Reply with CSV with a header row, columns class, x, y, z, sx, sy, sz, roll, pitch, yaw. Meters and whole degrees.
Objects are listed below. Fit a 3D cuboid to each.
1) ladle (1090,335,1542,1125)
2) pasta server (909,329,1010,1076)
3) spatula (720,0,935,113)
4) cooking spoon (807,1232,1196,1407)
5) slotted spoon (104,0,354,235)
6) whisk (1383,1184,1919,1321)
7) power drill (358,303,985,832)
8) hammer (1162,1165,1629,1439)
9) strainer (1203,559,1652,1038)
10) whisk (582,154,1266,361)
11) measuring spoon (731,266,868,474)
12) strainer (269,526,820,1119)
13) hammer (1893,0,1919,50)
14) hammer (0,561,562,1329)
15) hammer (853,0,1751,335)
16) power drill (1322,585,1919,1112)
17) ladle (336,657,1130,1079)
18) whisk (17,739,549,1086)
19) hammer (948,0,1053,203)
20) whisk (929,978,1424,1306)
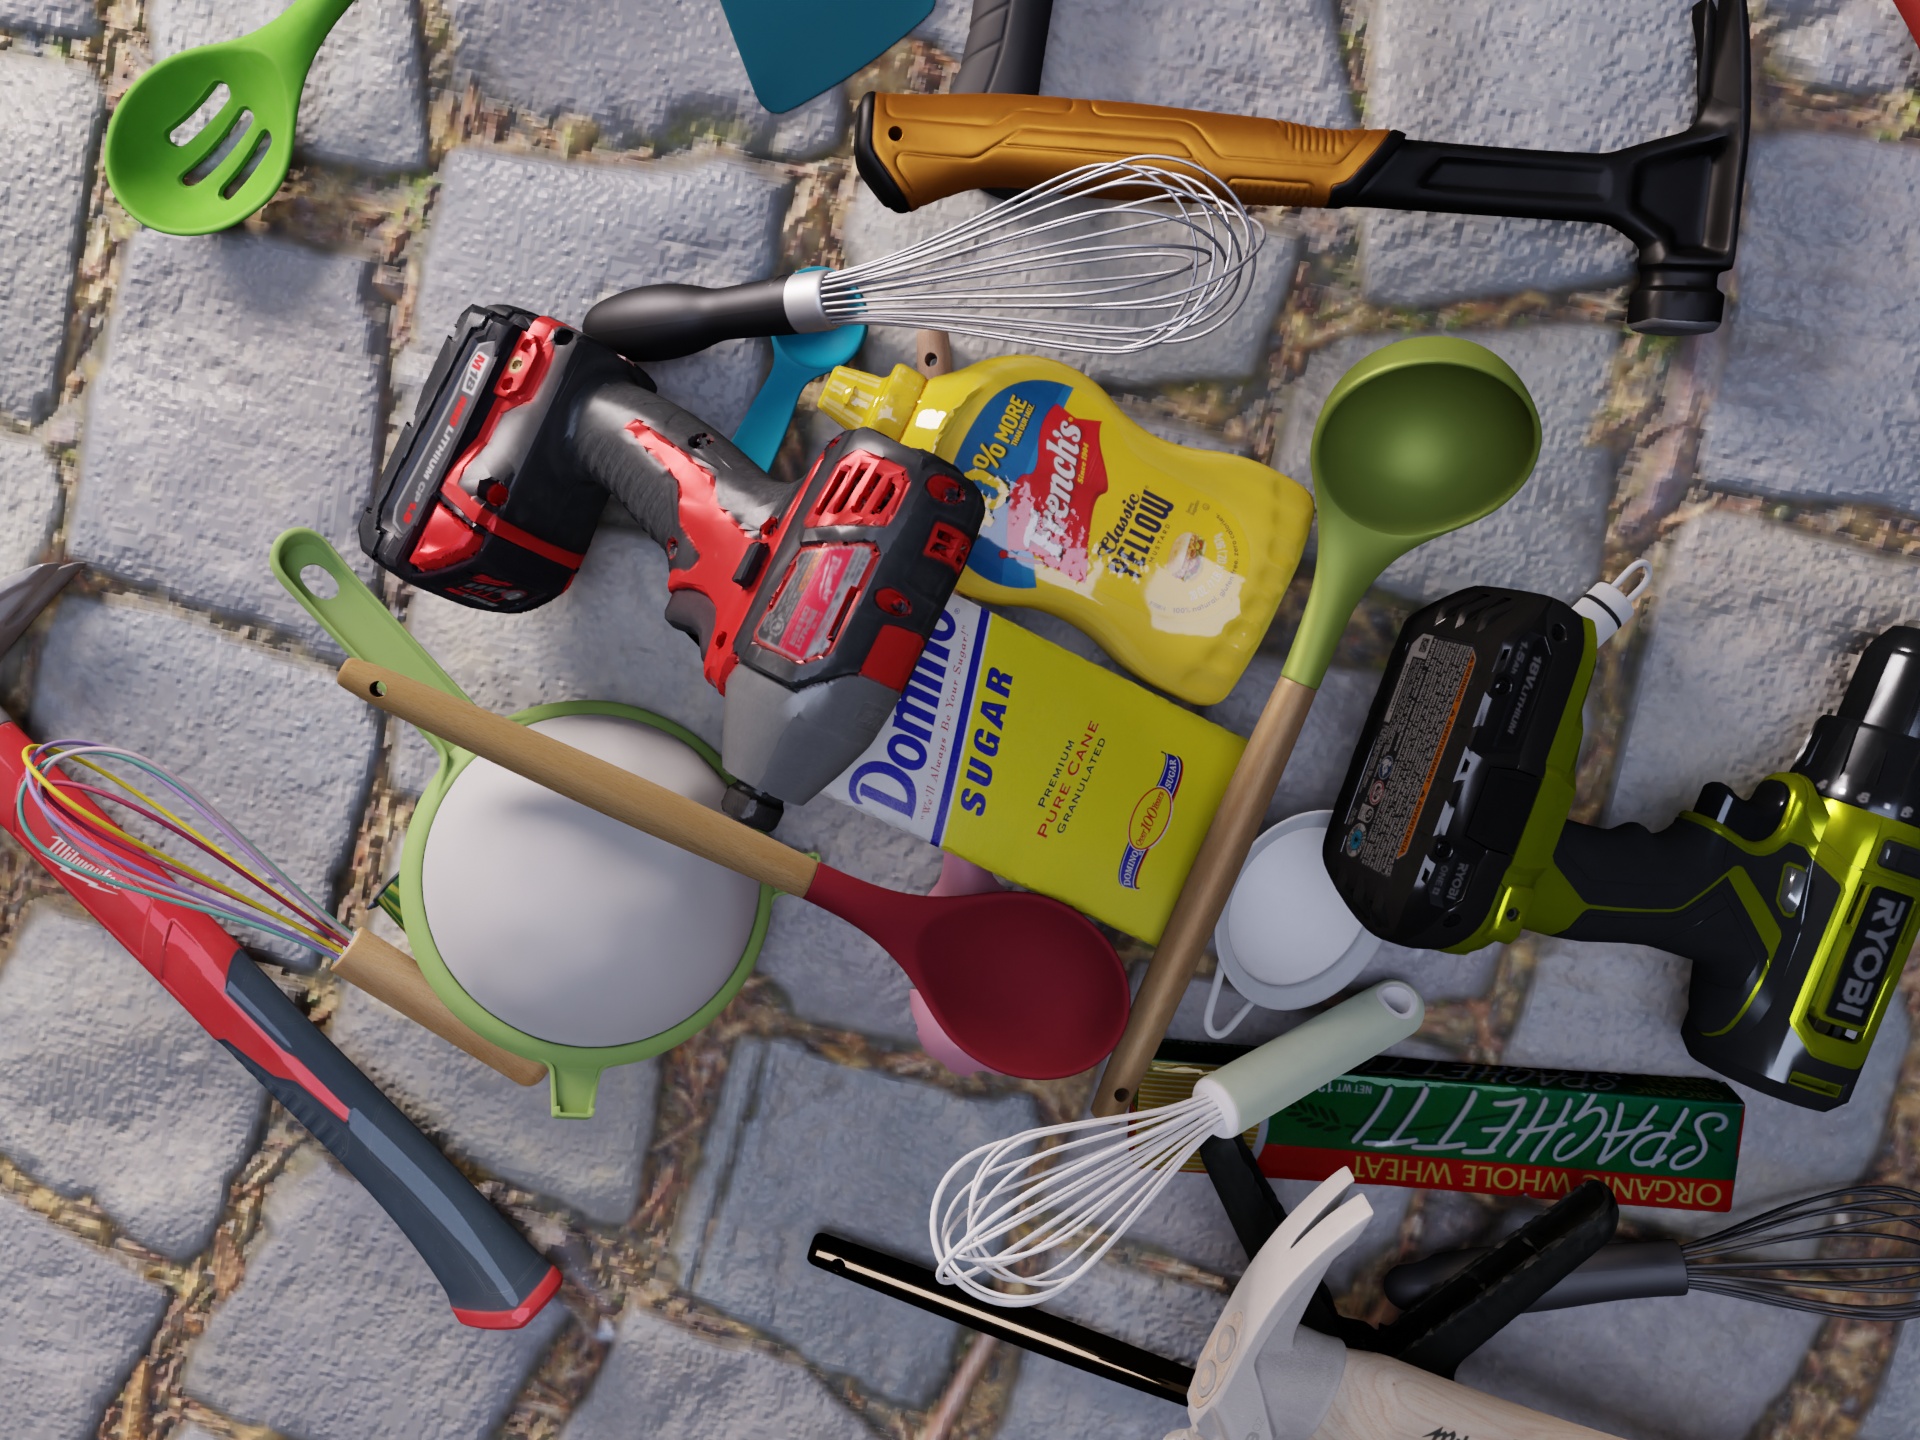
class,x,y,z,sx,sy,sz,roll,pitch,yaw
ladle,0.118,0.013,0.588,0.078,0.062,0.320,21,99,-10
pasta server,-0.001,-0.002,0.663,0.060,0.040,0.316,-4,93,5
spatula,-0.126,-0.396,0.621,0.082,0.044,0.317,-31,90,8
cooking spoon,0.083,0.287,0.697,0.319,0.017,0.068,21,98,0
slotted spoon,-0.220,-0.308,0.621,0.313,0.031,0.070,-40,94,14
whisk,0.298,0.228,0.661,0.239,0.055,0.055,-7,97,9
power drill,-0.109,-0.060,0.587,0.220,0.078,0.143,26,91,25
hammer,0.288,0.303,0.634,0.410,0.038,0.146,21,104,-11
strainer,0.185,0.027,0.646,0.258,0.050,0.086,-44,118,2
whisk,-0.026,-0.161,0.595,0.285,0.070,0.070,0,98,26
measuring spoon,-0.075,-0.126,0.658,0.042,0.021,0.128,33,108,11
strainer,-0.172,0.018,0.616,0.256,0.069,0.151,49,61,-6
hammer,0.306,-0.369,0.586,0.149,0.037,0.359,-39,93,8
hammer,-0.308,0.109,0.692,0.143,0.038,0.386,-44,93,7
hammer,0.129,-0.218,0.600,0.337,0.034,0.127,2,98,-3
power drill,0.272,0.031,0.604,0.228,0.080,0.190,18,95,-14
ladle,-0.080,0.050,0.591,0.315,0.031,0.069,26,89,-10
whisk,-0.274,0.084,0.656,0.244,0.047,0.051,38,61,-19
hammer,0.040,-0.370,0.605,0.146,0.035,0.334,9,98,4
whisk,0.091,0.152,0.607,0.058,0.246,0.059,52,144,28
